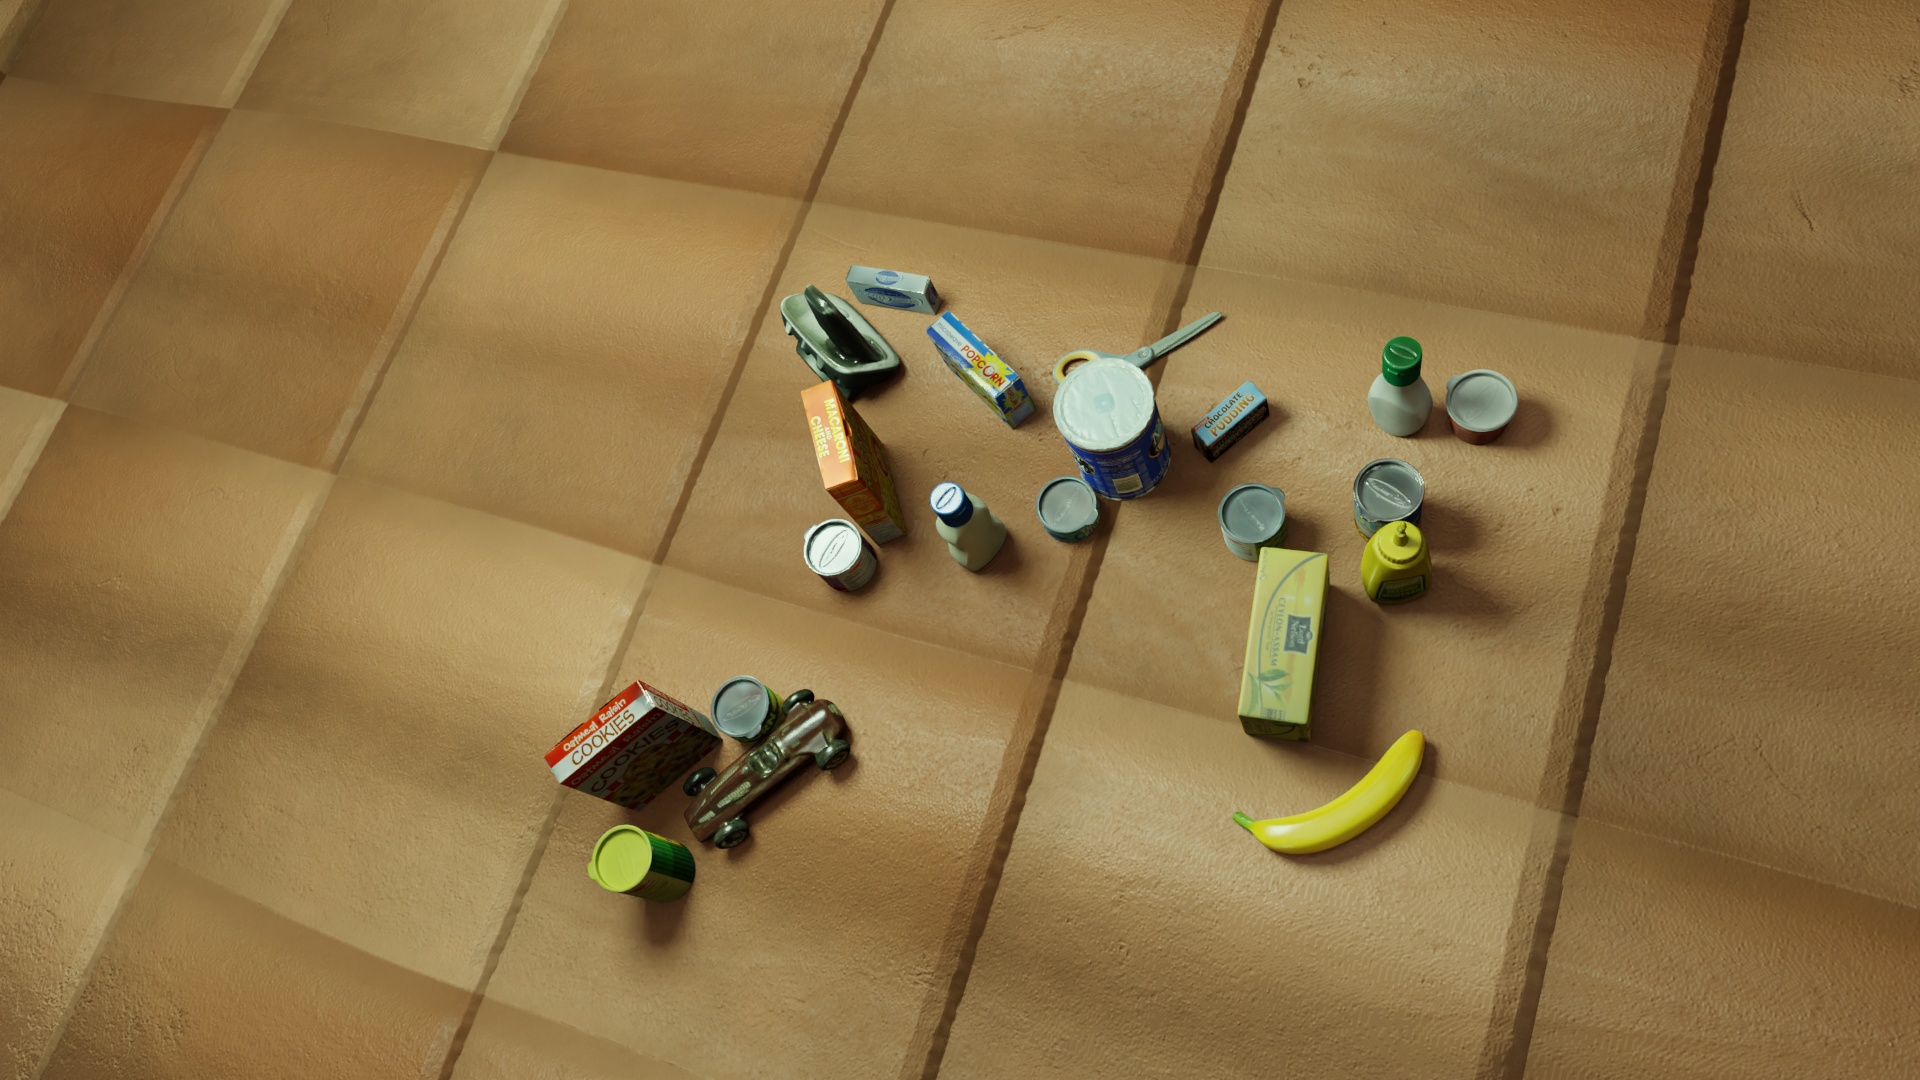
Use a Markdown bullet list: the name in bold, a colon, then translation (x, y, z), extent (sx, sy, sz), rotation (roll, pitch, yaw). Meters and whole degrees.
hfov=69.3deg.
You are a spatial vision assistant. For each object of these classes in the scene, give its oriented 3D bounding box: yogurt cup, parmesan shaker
- **yogurt cup**: translation (0.525, -0.131, 1.404), extent (0.072, 0.054, 0.072), rotation (-5, 68, 14)
- **parmesan shaker**: translation (-0.328, 0.336, 1.435), extent (0.071, 0.103, 0.071), rotation (-5, 68, 14)

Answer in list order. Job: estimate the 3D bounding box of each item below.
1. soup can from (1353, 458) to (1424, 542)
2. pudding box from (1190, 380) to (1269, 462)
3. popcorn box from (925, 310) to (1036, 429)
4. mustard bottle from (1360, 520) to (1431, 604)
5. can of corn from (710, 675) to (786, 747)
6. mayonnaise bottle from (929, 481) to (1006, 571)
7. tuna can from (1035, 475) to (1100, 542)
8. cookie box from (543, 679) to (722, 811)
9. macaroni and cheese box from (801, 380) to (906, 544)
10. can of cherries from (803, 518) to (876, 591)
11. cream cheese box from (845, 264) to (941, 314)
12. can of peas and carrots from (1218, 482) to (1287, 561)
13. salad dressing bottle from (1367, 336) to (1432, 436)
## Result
- **soup can**: translation (0.422, -0.034, 1.378), extent (0.071, 0.083, 0.071), rotation (-5, 68, 14)
- **pudding box**: translation (0.286, -0.126, 1.472), extent (0.084, 0.049, 0.030), rotation (-39, 65, -1)
- **popcorn box**: translation (0.023, -0.191, 1.551), extent (0.038, 0.085, 0.127), rotation (-42, 65, -3)
- **mustard bottle**: translation (0.414, 0.017, 1.318), extent (0.065, 0.160, 0.049), rotation (-12, 67, 11)
- **can of corn**: translation (-0.224, 0.186, 1.489), extent (0.071, 0.058, 0.071), rotation (-5, 68, 14)
- **mayonnaise bottle**: translation (0.005, -0.018, 1.454), extent (0.041, 0.147, 0.065), rotation (38, 83, 25)
- **tuna can**: translation (0.118, -0.032, 1.492), extent (0.071, 0.032, 0.071), rotation (-5, 68, 14)
- **cookie box**: translation (-0.338, 0.216, 1.449), extent (0.123, 0.167, 0.040), rotation (-40, 65, -1)
- **macaroni and cheese box**: translation (-0.113, -0.082, 1.502), extent (0.040, 0.166, 0.124), rotation (-20, 66, 8)
- **can of cherries**: translation (-0.133, 0.015, 1.530), extent (0.071, 0.058, 0.072), rotation (-5, 68, 14)
- **cream cheese box**: translation (-0.079, -0.296, 1.638), extent (0.104, 0.053, 0.024), rotation (13, 74, 20)
- **can of peas and carrots**: translation (0.302, -0.020, 1.421), extent (0.071, 0.058, 0.071), rotation (-5, 68, 14)
- **salad dressing bottle**: translation (0.439, -0.153, 1.385), extent (0.064, 0.147, 0.044), rotation (30, 80, 24)
